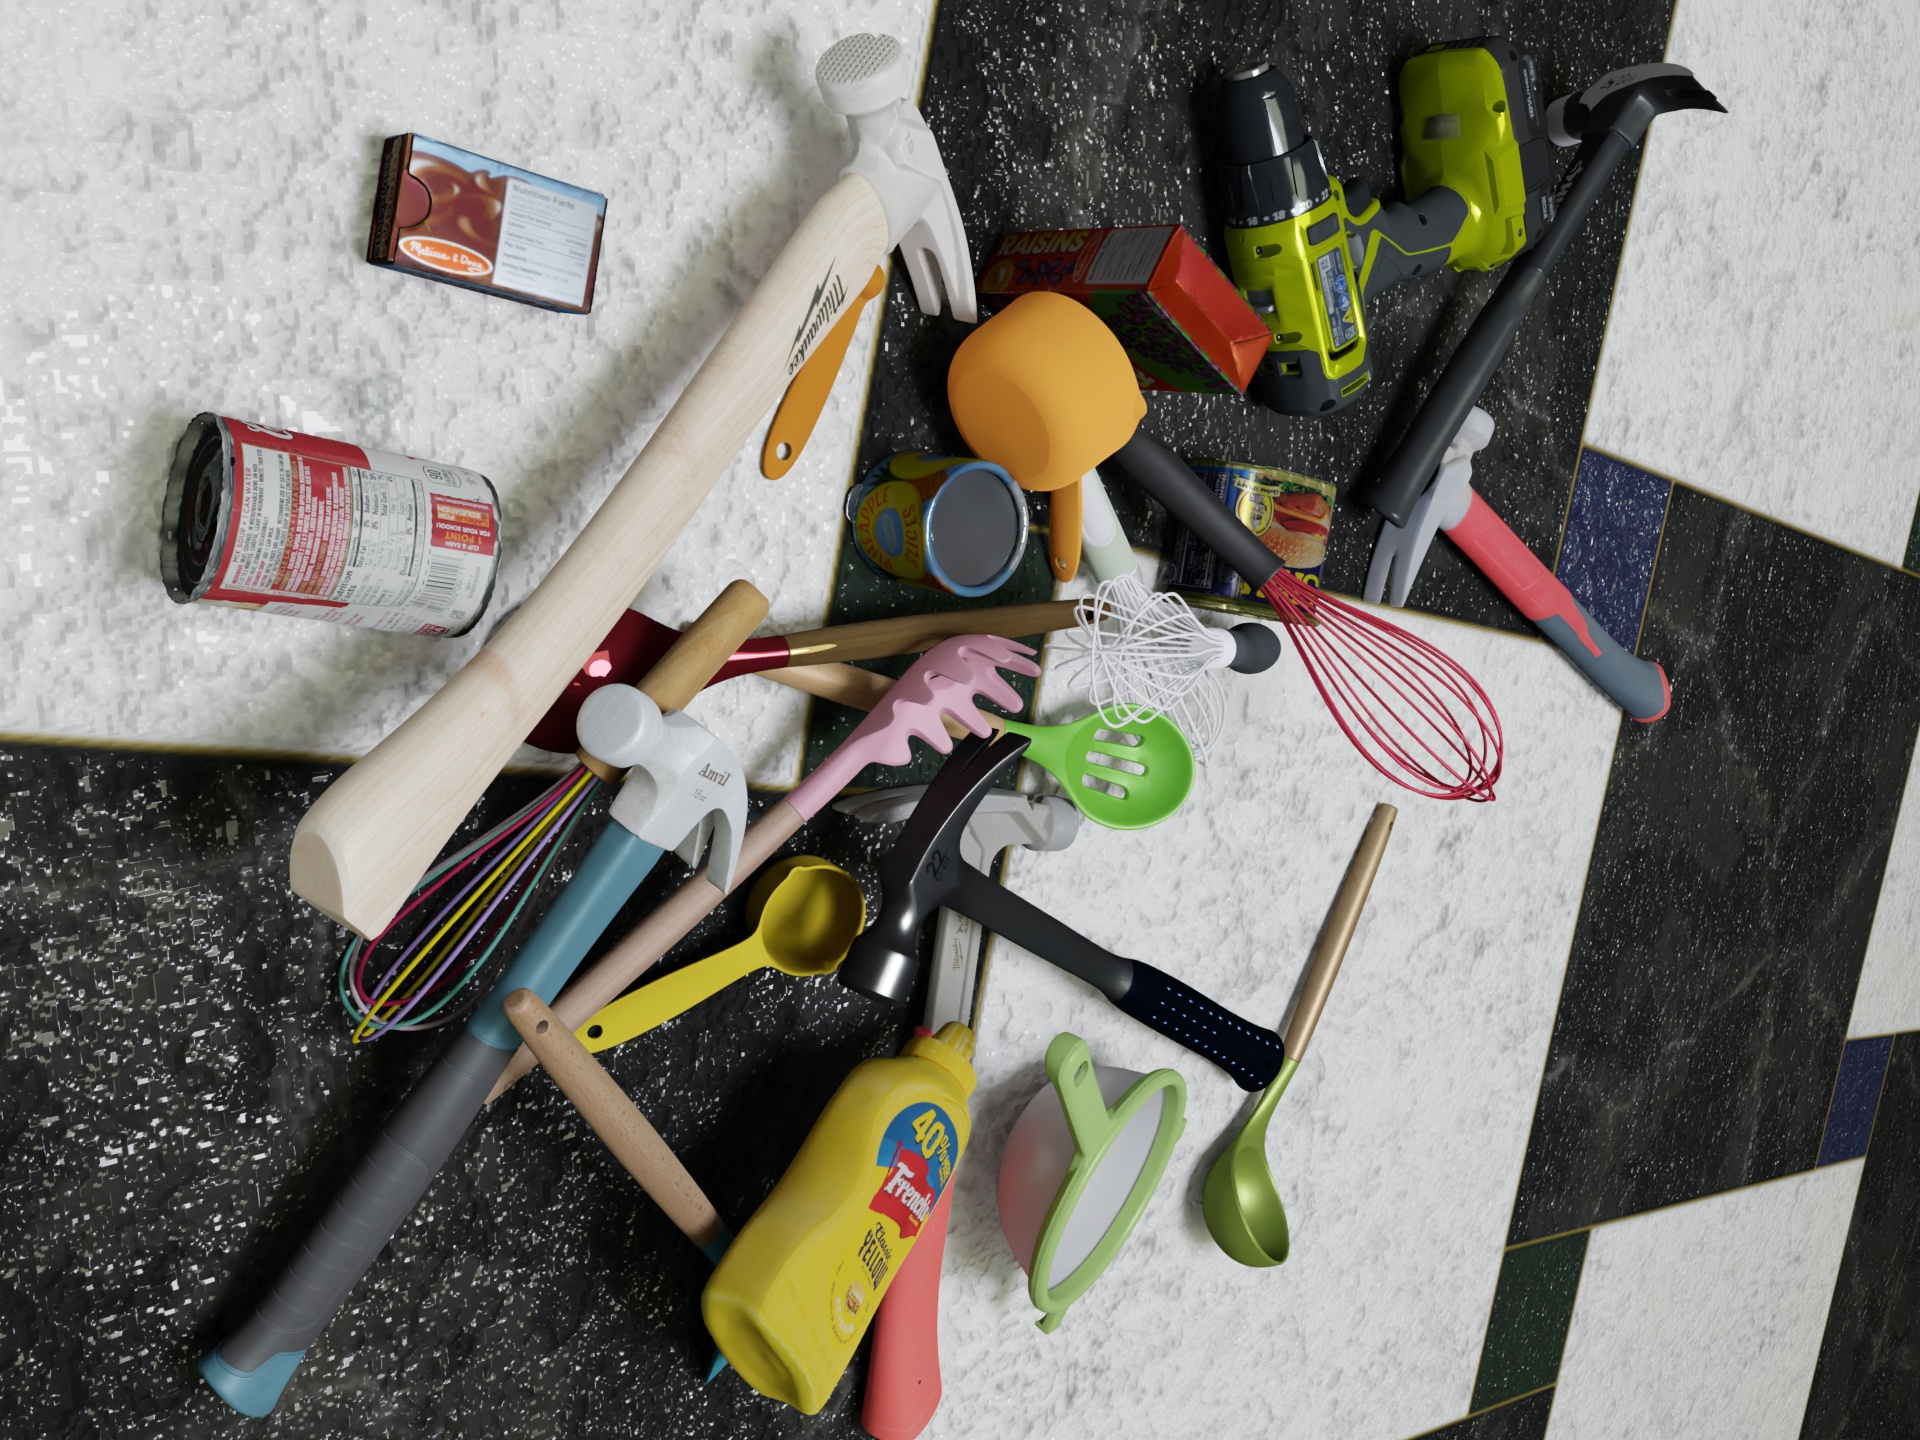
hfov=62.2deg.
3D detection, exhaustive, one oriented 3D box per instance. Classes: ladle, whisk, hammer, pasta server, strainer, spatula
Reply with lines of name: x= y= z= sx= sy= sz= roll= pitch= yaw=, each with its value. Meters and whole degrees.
ladle: x=-0.059 y=-0.034 z=0.734 sx=0.315 sy=0.031 sz=0.069 roll=-10 pitch=114 yaw=-31
whisk: x=0.088 y=-0.074 z=0.869 sx=0.058 sy=0.059 sz=0.246 roll=-28 pitch=117 yaw=-1
whisk: x=0.179 y=-0.063 z=0.848 sx=0.296 sy=0.073 sz=0.073 roll=44 pitch=67 yaw=3
hammer: x=-0.197 y=0.138 z=0.640 sx=0.331 sy=0.033 sz=0.128 roll=-54 pitch=156 yaw=-1
hammer: x=0.087 y=0.136 z=0.886 sx=0.405 sy=0.035 sz=0.144 roll=36 pitch=74 yaw=-48
whisk: x=0.120 y=-0.038 z=0.819 sx=0.284 sy=0.070 sz=0.070 roll=-7 pitch=106 yaw=-64
hammer: x=-0.022 y=0.212 z=0.850 sx=0.149 sy=0.037 sz=0.359 roll=3 pitch=98 yaw=-40
pasta server: x=-0.091 y=0.064 z=0.720 sx=0.316 sy=0.040 sz=0.060 roll=-42 pitch=156 yaw=-11
hammer: x=-0.115 y=-0.087 z=0.638 sx=0.411 sy=0.038 sz=0.146 roll=-58 pitch=150 yaw=-23
strainer: x=0.053 y=0.220 z=0.858 sx=0.151 sy=0.069 sz=0.256 roll=-51 pitch=149 yaw=-23
hammer: x=0.420 y=-0.071 z=1.153 sx=0.385 sy=0.038 sz=0.143 roll=30 pitch=82 yaw=-40
whisk: x=-0.167 y=0.036 z=0.656 sx=0.245 sy=0.051 sz=0.047 roll=-49 pitch=153 yaw=-6
spatula: x=-0.131 y=0.211 z=0.709 sx=0.082 sy=0.044 sz=0.317 roll=-44 pitch=136 yaw=-23
ladle: x=0.239 y=0.204 z=1.056 sx=0.078 sy=0.062 sz=0.320 roll=37 pitch=74 yaw=-47
hammer: x=0.352 y=-0.268 z=1.003 sx=0.035 sy=0.146 sz=0.335 roll=33 pitch=87 yaw=-20

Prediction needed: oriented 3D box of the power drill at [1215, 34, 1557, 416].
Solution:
power drill: x=0.240 y=-0.308 z=0.920 sx=0.228 sy=0.080 sz=0.190 roll=-35 pitch=121 yaw=-26

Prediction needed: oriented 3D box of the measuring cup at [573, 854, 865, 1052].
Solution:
measuring cup: x=-0.119 y=0.113 z=0.758 sx=0.156 sy=0.029 sz=0.062 roll=-26 pitch=117 yaw=-20

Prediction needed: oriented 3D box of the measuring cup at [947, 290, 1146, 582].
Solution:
measuring cup: x=0.038 y=-0.124 z=0.788 sx=0.052 sy=0.095 sz=0.173 roll=-40 pitch=146 yaw=-31

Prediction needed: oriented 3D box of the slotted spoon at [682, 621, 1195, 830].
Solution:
slotted spoon: x=-0.001 y=-0.003 z=0.808 sx=0.313 sy=0.031 sz=0.070 roll=17 pitch=90 yaw=-35

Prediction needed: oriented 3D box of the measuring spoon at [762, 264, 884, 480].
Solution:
measuring spoon: x=-0.063 y=-0.163 z=0.740 sx=0.021 sy=0.011 sz=0.117 roll=31 pitch=80 yaw=-40
